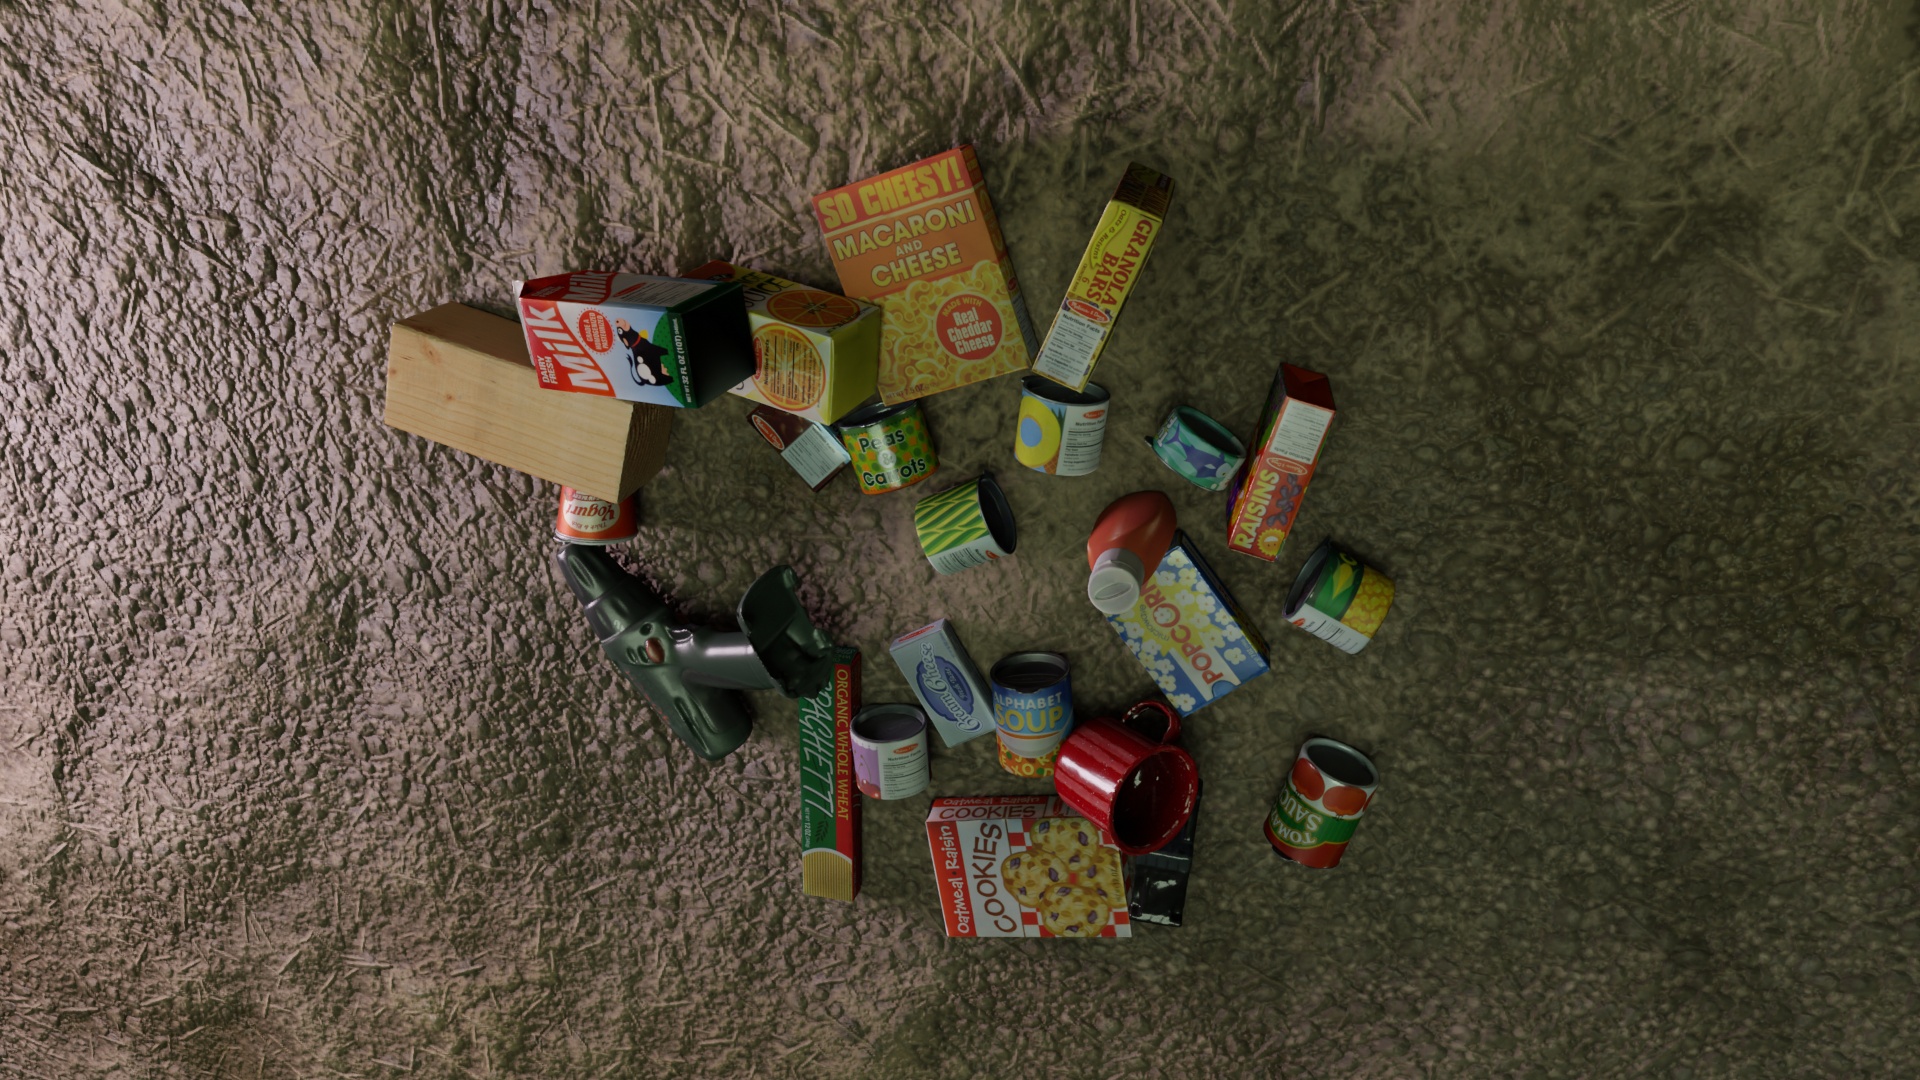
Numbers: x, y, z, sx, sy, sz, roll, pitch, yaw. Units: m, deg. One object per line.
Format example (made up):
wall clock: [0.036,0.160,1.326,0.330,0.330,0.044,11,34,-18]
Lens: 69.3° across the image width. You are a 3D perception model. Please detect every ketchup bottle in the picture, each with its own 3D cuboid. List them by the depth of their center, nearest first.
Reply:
ketchup bottle: [0.122,0.008,1.028,0.064,0.149,0.043,-22,104,21]

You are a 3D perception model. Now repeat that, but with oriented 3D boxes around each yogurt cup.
yogurt cup: [-0.305,-0.031,1.166,0.072,0.072,0.053,7,105,11]

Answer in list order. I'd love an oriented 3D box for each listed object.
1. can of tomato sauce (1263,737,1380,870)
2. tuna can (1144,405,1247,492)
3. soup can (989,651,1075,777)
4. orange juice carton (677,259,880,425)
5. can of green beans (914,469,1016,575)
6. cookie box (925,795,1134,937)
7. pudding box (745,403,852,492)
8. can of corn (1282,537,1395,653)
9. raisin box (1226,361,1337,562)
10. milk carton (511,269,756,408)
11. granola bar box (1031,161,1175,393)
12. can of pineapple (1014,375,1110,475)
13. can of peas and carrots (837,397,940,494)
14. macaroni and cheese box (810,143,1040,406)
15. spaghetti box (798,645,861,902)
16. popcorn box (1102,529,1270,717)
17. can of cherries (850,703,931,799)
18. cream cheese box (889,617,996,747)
can of tomato sauce: [0.288,0.210,1.114,0.071,0.071,0.082,21,114,5]
tuna can: [0.175,-0.070,1.030,0.071,0.071,0.032,32,114,-1]
soup can: [0.060,0.144,1.141,0.071,0.071,0.083,-1,112,14]
orange juice carton: [-0.162,-0.157,1.052,0.193,0.072,0.072,19,124,20]
can of green beans: [0.004,-0.012,1.095,0.057,0.071,0.071,-20,106,21]
cookie box: [0.062,0.285,1.216,0.167,0.040,0.122,-4,110,14]
pudding box: [-0.124,-0.086,1.116,0.049,0.030,0.083,-39,98,25]
can of corn: [0.287,0.042,1.049,0.058,0.071,0.071,29,115,0]
raisin box: [0.231,-0.057,1.010,0.040,0.086,0.122,17,115,1]
milk carton: [-0.250,-0.150,1.013,0.190,0.074,0.072,10,121,27]
granola bar box: [0.101,-0.183,0.947,0.039,0.166,0.123,25,115,0]
can of pineapple: [0.075,-0.088,1.048,0.071,0.071,0.057,12,114,9]
can of peas and carrots: [-0.055,-0.074,1.082,0.071,0.071,0.058,-13,108,18]
macaroni and cheese box: [-0.025,-0.197,1.042,0.123,0.040,0.166,-13,108,19]
spaghetti box: [-0.115,0.209,1.234,0.050,0.029,0.249,6,113,12]
popcorn box: [0.175,0.066,1.100,0.085,0.038,0.126,-34,100,22]
can of cherries: [-0.060,0.179,1.191,0.071,0.072,0.058,1,113,14]
cream cheese box: [-0.011,0.121,1.175,0.053,0.024,0.103,-25,104,22]
